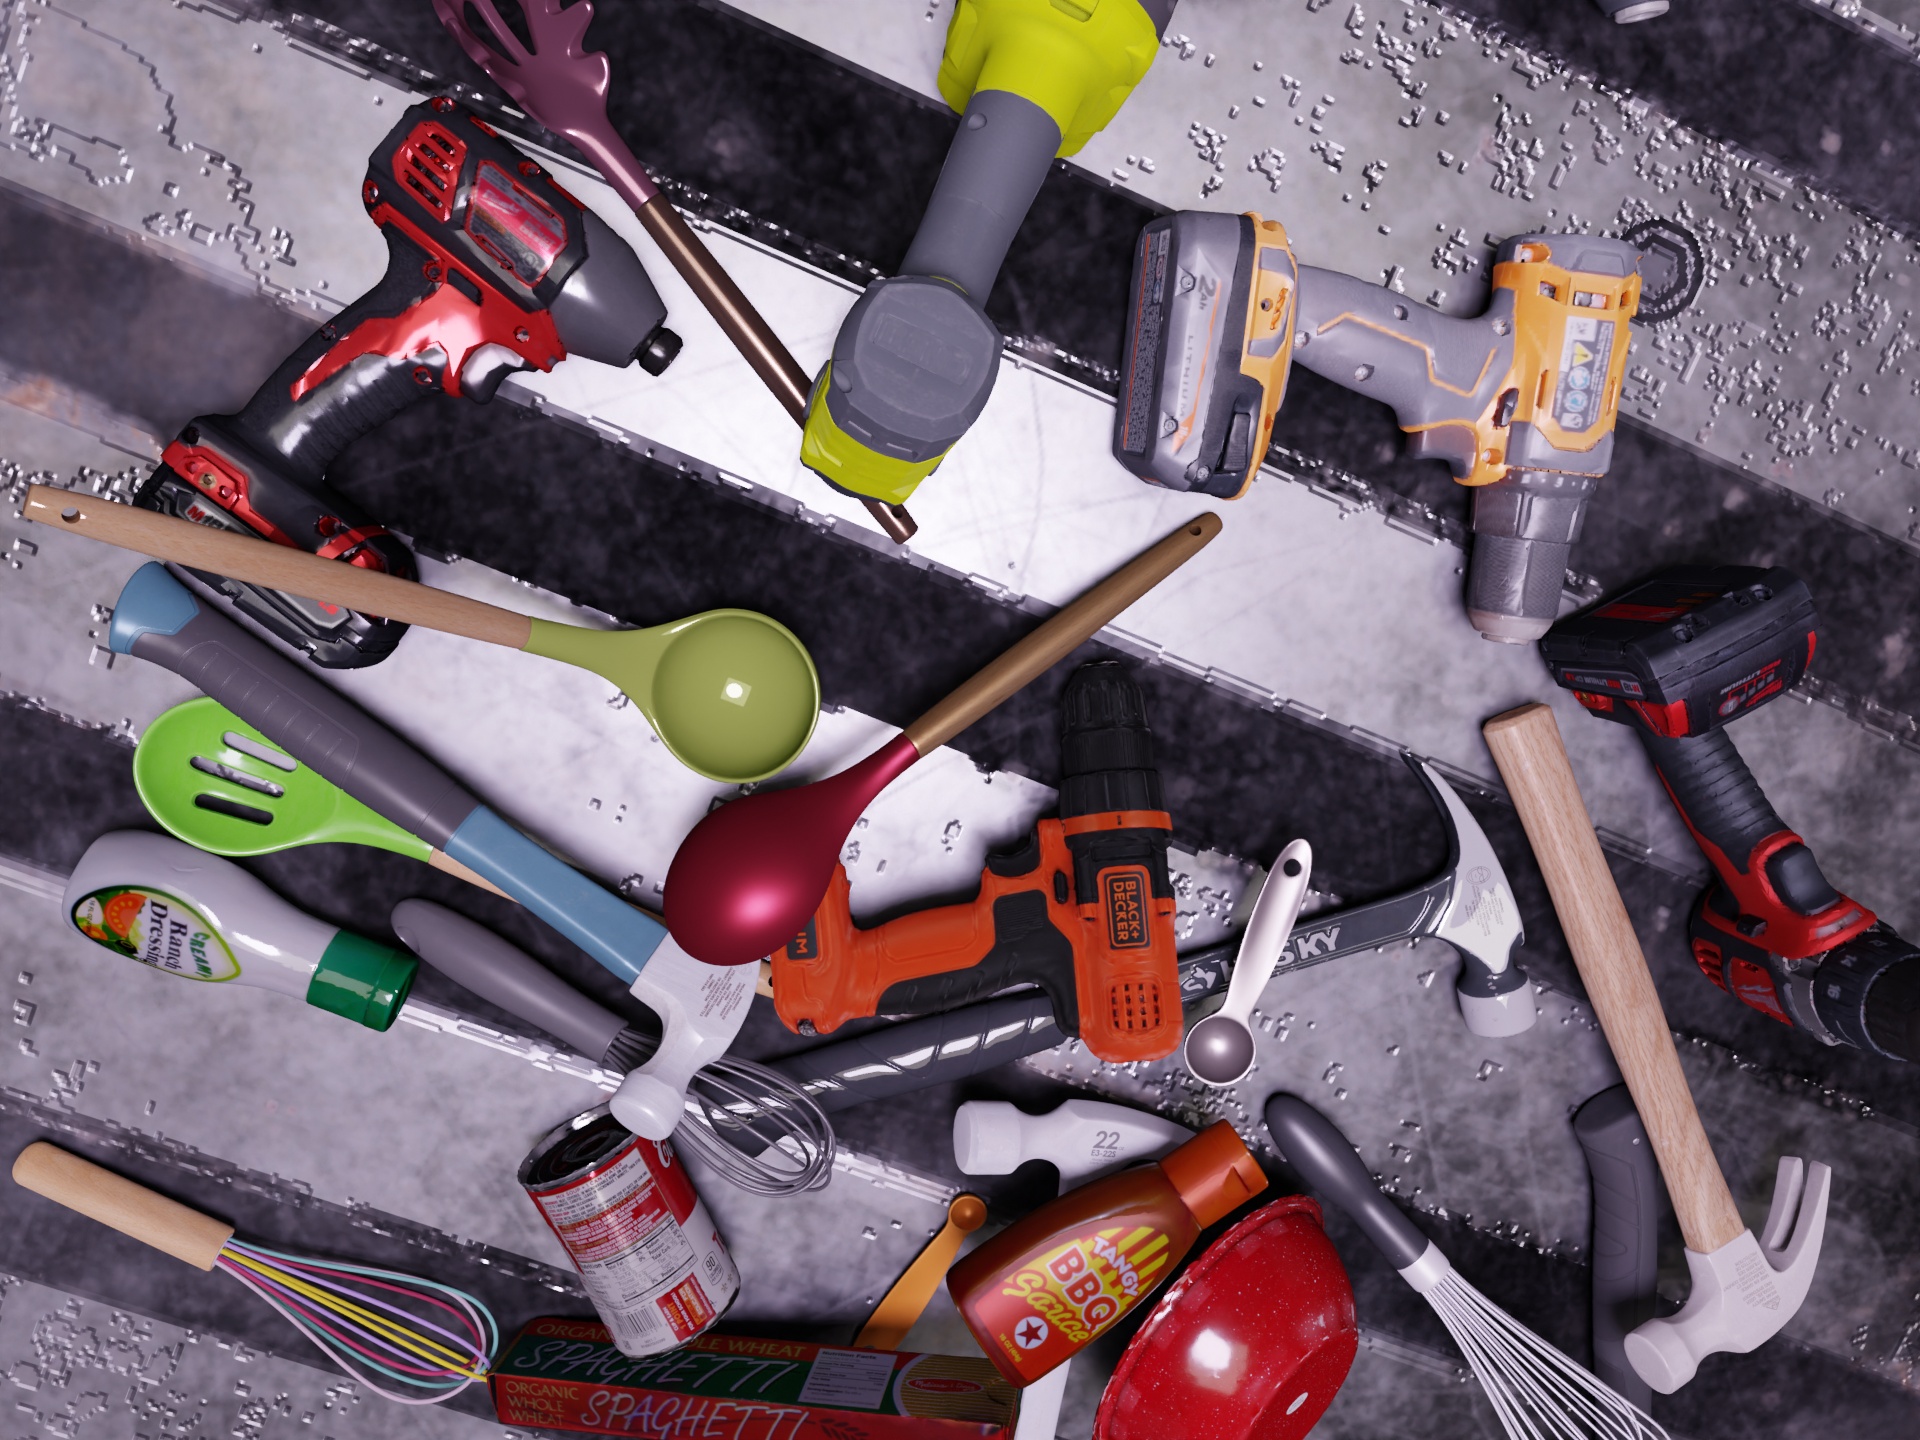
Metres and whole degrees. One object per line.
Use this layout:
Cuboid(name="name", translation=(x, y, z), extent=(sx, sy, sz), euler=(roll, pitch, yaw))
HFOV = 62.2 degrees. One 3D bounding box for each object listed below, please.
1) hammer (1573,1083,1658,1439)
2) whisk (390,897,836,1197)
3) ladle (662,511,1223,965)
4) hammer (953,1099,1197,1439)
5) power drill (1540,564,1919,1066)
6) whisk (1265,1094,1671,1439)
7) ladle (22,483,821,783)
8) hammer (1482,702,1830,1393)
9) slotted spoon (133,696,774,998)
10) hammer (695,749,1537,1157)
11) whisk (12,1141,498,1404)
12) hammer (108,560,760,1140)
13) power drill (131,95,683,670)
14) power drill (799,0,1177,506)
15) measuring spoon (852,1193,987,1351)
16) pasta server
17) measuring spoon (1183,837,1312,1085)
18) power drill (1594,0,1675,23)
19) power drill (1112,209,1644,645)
Cuboid(name="hammer", translation=(0.356, 0.353, 0.842), extent=(0.146, 0.035, 0.334), euler=(-5, 100, -4))
Cuboid(name="whisk", translation=(-0.160, 0.146, 0.729), extent=(0.239, 0.055, 0.055), euler=(30, 96, 5))
Cuboid(name="ladle", translation=(-0.001, -0.002, 0.711), extent=(0.315, 0.031, 0.069), euler=(-37, 71, -14))
Cuboid(name="hammer", translation=(0.040, 0.379, 0.802), extent=(0.144, 0.035, 0.405), euler=(6, 104, -15))
Cuboid(name="power drill", translation=(0.368, 0.048, 0.714), extent=(0.080, 0.188, 0.226), euler=(-27, 98, -1))
Cuboid(name="whisk", translation=(0.253, 0.296, 0.792), extent=(0.070, 0.070, 0.284), euler=(-43, 87, 3))
Cuboid(name="ladle", translation=(-0.198, -0.039, 0.643), extent=(0.320, 0.062, 0.078), euler=(16, 98, -36))
Cuboid(name="hammer", translation=(0.333, 0.149, 0.780), extent=(0.130, 0.031, 0.331), euler=(-22, 93, -18))
Cuboid(name="slotted spoon", translation=(-0.220, 0.071, 0.737), extent=(0.313, 0.031, 0.070), euler=(24, 77, -12))
Cuboid(name="hammer", translation=(0.073, 0.133, 0.774), extent=(0.409, 0.036, 0.149), euler=(-15, 100, -2))
Cuboid(name="whisk", translation=(-0.329, 0.259, 0.753), extent=(0.245, 0.047, 0.051), euler=(28, 98, -7))
Cuboid(name="hammer", translation=(-0.232, 0.040, 0.702), extent=(0.331, 0.033, 0.128), euler=(35, 52, -3))
Cuboid(name="power drill", translation=(-0.229, -0.135, 0.677), extent=(0.143, 0.078, 0.219), euler=(38, 92, -11))
Cuboid(name="power drill", translation=(0.001, -0.197, 0.639), extent=(0.080, 0.171, 0.223), euler=(24, 82, -10))
Cuboid(name="measuring spoon", translation=(-0.023, 0.285, 0.806), extent=(0.021, 0.011, 0.117), euler=(32, 99, -12))
Cuboid(name="pasta server", translation=(-0.117, -0.205, 0.692), extent=(0.060, 0.040, 0.316), euler=(-43, 104, -20))
Cuboid(name="measuring spoon", translation=(0.138, 0.113, 0.755), extent=(0.034, 0.018, 0.124), euler=(22, 89, -3))
Cuboid(name="power drill", translation=(0.206, -0.388, 0.673), extent=(0.228, 0.080, 0.190), euler=(-10, 101, -7))
Cuboid(name="power drill", translation=(0.188, -0.132, 0.717), extent=(0.226, 0.084, 0.185), euler=(3, 101, -11))
